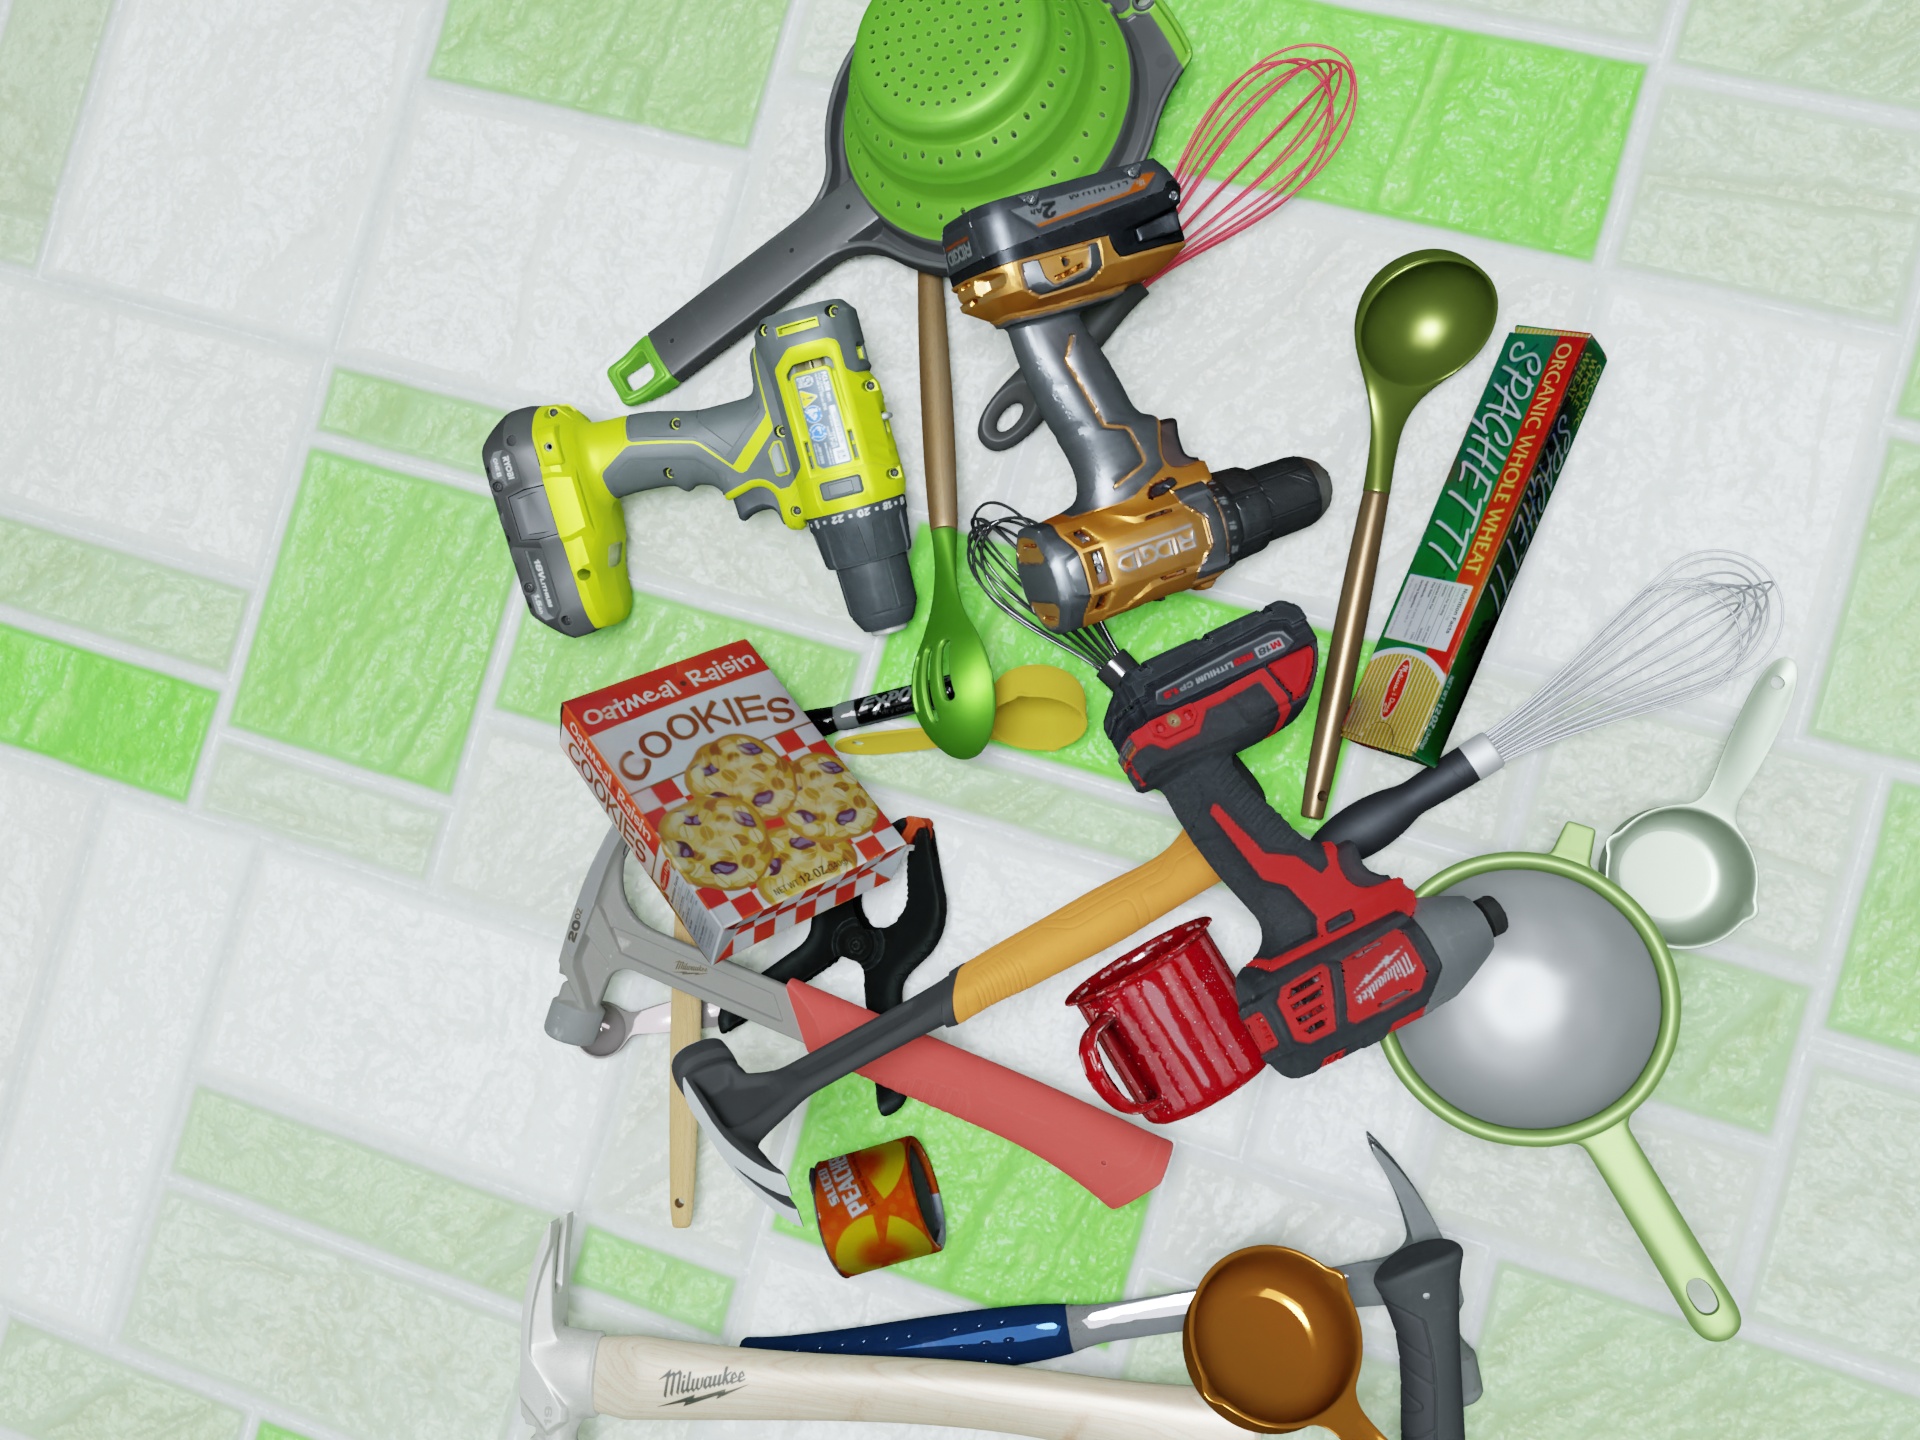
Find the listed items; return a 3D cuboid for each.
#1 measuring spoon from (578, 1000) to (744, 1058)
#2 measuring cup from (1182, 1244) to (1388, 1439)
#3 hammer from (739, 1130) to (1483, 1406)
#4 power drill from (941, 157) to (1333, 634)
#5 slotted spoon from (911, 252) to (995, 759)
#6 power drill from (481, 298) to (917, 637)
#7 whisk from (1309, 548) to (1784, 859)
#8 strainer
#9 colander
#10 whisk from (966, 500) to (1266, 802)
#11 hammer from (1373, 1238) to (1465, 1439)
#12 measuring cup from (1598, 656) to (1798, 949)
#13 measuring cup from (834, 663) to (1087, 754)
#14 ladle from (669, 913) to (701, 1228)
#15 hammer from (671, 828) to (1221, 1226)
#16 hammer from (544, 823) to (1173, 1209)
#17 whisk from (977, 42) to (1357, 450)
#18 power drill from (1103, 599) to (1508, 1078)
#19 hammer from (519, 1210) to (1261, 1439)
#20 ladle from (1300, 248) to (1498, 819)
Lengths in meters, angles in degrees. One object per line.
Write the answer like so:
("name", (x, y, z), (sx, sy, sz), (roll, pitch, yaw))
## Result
("measuring spoon", (-0.170, 0.177, 0.955), (0.124, 0.018, 0.034), (-10, 82, 2))
("measuring cup", (0.184, 0.349, 0.803), (0.095, 0.052, 0.174), (-34, 68, -19))
("hammer", (0.071, 0.332, 0.889), (0.405, 0.035, 0.144), (-12, 84, 9))
("power drill", (0.100, -0.178, 0.861), (0.185, 0.084, 0.226), (-20, 101, -16))
("slotted spoon", (-0.012, -0.131, 0.912), (0.070, 0.031, 0.314), (-26, 62, 51))
("power drill", (-0.143, -0.125, 0.930), (0.228, 0.080, 0.190), (-13, 101, 8))
("whisk", (0.311, 0.001, 0.863), (0.284, 0.070, 0.070), (-33, 81, 11))
("strainer", (0.320, 0.192, 0.824), (0.151, 0.069, 0.256), (-31, 70, 12))
("colander", (-0.061, -0.319, 0.916), (0.397, 0.094, 0.205), (-34, 71, 10))
("whisk", (0.089, -0.034, 0.907), (0.055, 0.055, 0.239), (-44, 85, 4))
("hammer", (0.254, 0.435, 0.827), (0.146, 0.035, 0.335), (-3, 94, 10))
("measuring cup", (0.402, 0.043, 0.852), (0.083, 0.038, 0.167), (27, 89, 11))
("measuring cup", (-0.001, -0.003, 0.925), (0.156, 0.062, 0.029), (-8, 56, 21))
("ladle", (-0.162, 0.137, 0.938), (0.069, 0.031, 0.315), (-1, 84, 4))
("hammer", (0.022, 0.136, 0.830), (0.337, 0.127, 0.034), (-26, 121, -21))
("hammer", (-0.052, 0.170, 0.885), (0.359, 0.036, 0.149), (21, 93, 10))
("whisk", (0.114, -0.268, 0.915), (0.073, 0.073, 0.296), (45, 100, 10))
("power drill", (0.177, 0.058, 0.823), (0.143, 0.078, 0.220), (-24, 75, -8))
("hammer", (-0.044, 0.357, 0.871), (0.410, 0.038, 0.146), (1, 85, 9))
("ladle", (0.232, -0.101, 0.882), (0.078, 0.062, 0.320), (11, 91, -15))
